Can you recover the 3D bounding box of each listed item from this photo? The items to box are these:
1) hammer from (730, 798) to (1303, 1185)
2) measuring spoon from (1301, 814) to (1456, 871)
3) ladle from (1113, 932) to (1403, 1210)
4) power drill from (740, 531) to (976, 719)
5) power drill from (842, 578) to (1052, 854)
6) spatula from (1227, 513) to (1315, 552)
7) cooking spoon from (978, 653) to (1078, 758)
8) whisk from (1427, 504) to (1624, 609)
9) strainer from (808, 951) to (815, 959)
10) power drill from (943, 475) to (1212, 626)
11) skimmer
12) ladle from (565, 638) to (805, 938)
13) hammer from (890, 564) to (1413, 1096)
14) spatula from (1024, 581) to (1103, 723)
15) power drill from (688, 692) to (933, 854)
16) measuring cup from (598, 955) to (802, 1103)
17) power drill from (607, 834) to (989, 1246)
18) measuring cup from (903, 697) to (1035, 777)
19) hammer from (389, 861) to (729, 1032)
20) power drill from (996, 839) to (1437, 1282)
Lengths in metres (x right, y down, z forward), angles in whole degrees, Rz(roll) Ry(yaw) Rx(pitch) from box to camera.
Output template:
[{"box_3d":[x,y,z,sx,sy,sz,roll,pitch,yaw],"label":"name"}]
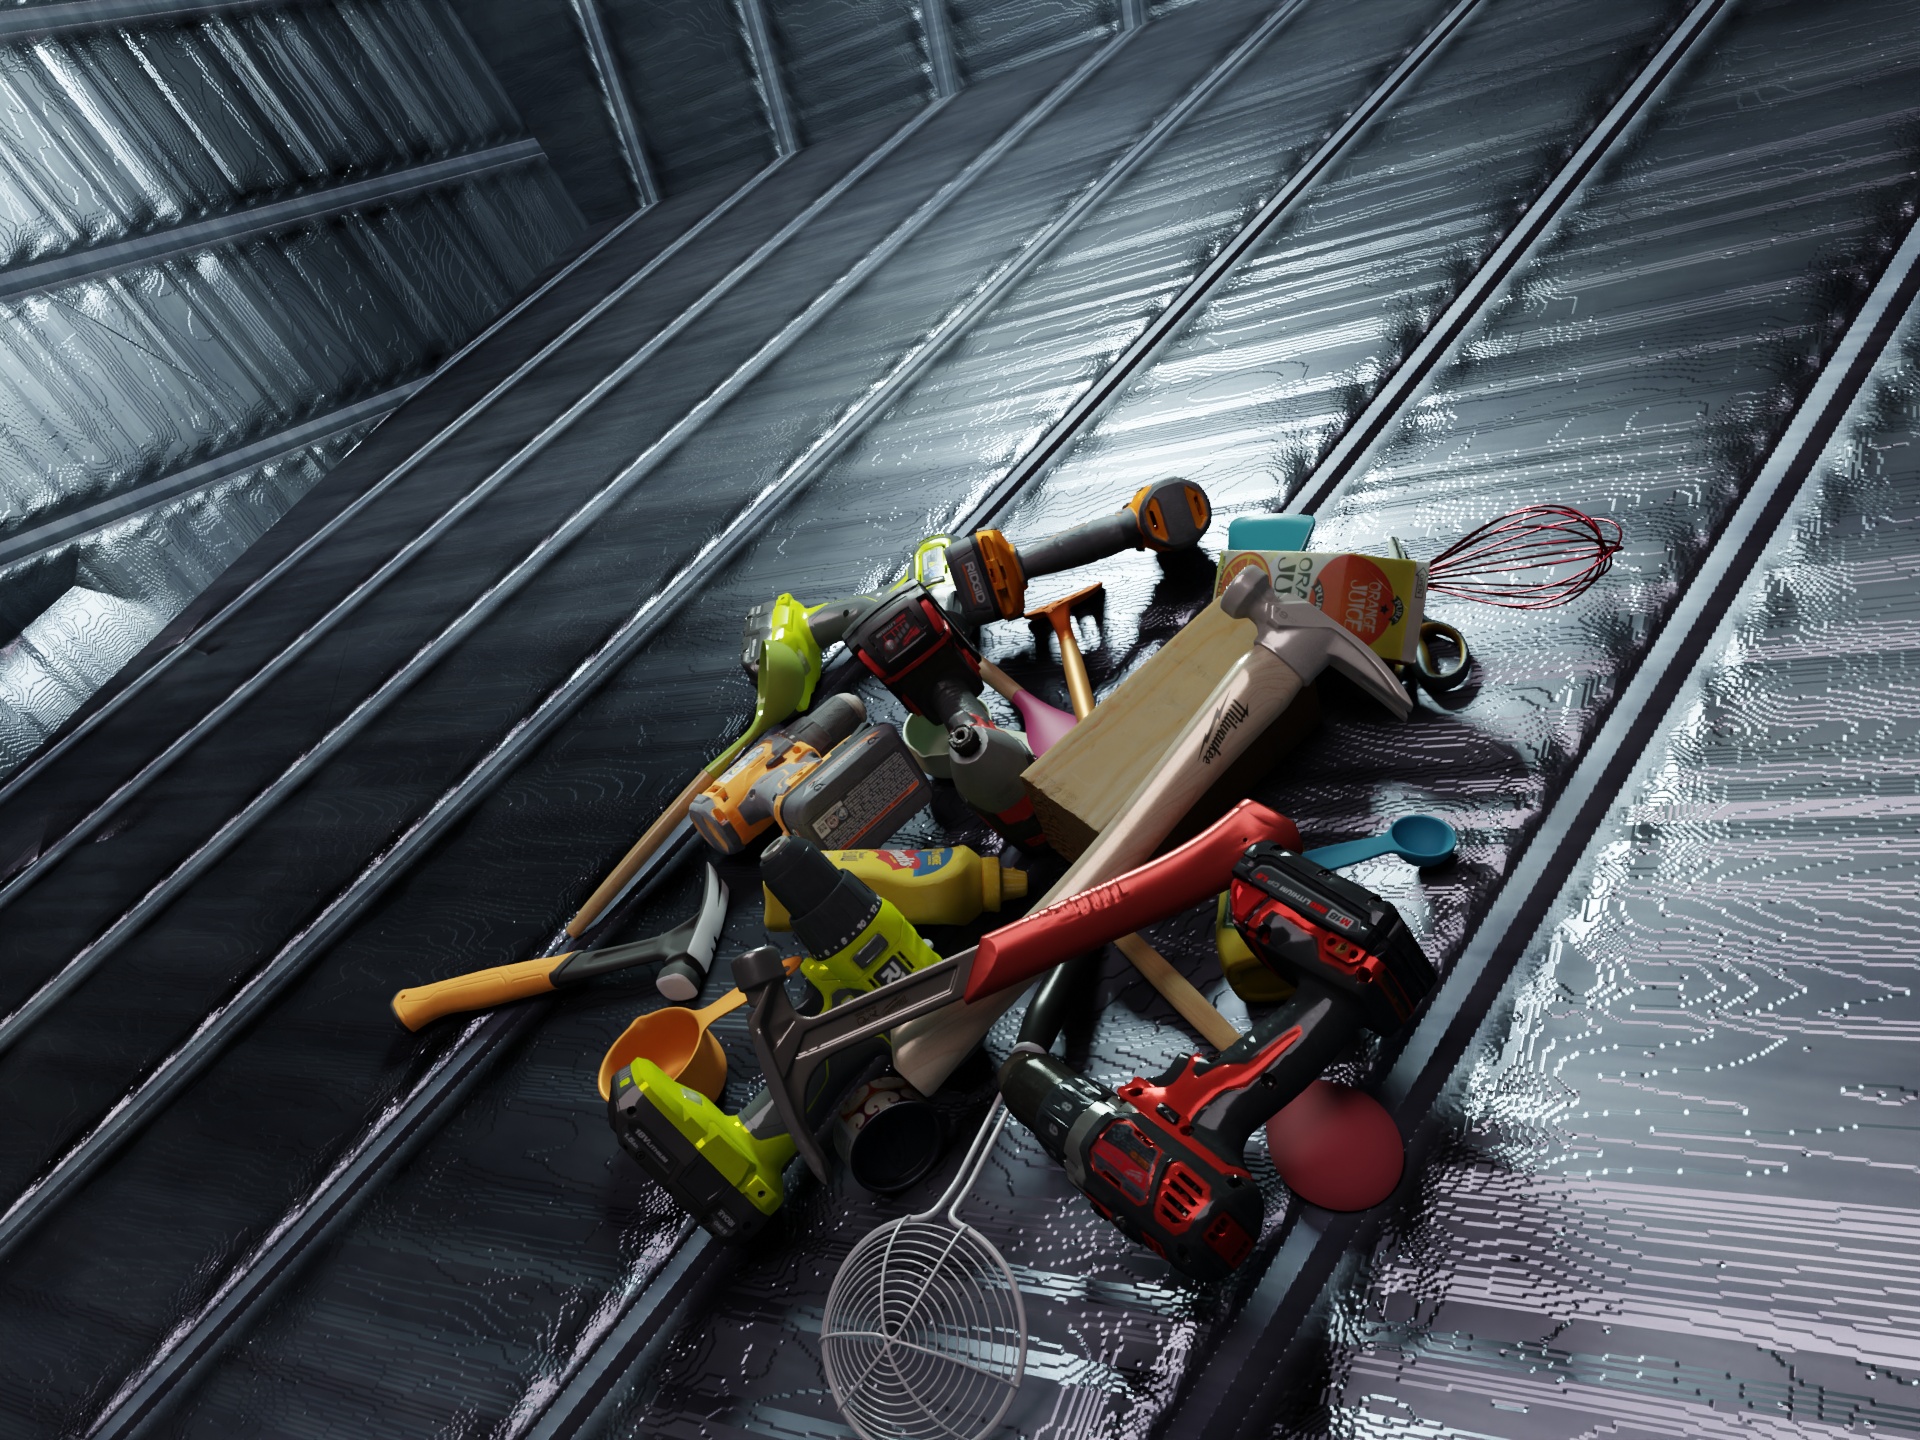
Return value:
[{"box_3d":[0.046,0.148,0.981,0.359,0.036,0.149,-23,76,-2],"label":"hammer"},{"box_3d":[0.254,0.090,1.014,0.128,0.021,0.042,-13,36,-9],"label":"measuring spoon"},{"box_3d":[0.160,0.191,0.983,0.069,0.031,0.316,-35,31,-8],"label":"ladle"},{"box_3d":[-0.092,-0.087,1.522,0.223,0.080,0.171,-20,34,12],"label":"power drill"},{"box_3d":[-0.002,-0.004,1.223,0.078,0.143,0.220,-38,48,4],"label":"power drill"},{"box_3d":[0.191,-0.046,1.262,0.082,0.044,0.318,5,48,41],"label":"spatula"},{"box_3d":[0.035,-0.031,1.338,0.068,0.017,0.319,-22,38,-25],"label":"cooking spoon"},{"box_3d":[0.347,-0.106,1.163,0.073,0.073,0.296,-50,23,-27],"label":"whisk"},{"box_3d":[-0.104,0.178,1.202,0.259,0.050,0.086,-95,25,-61],"label":"strainer"},{"box_3d":[0.104,-0.154,1.412,0.226,0.084,0.164,-19,5,3],"label":"power drill"},{"box_3d":[0.027,0.270,0.980,0.127,0.090,0.363,0,32,27],"label":"skimmer"},{"box_3d":[-0.251,0.061,1.424,0.320,0.062,0.078,-50,11,-6],"label":"ladle"},{"box_3d":[0.114,0.086,1.032,0.146,0.038,0.410,40,80,18],"label":"hammer"},{"box_3d":[0.097,-0.043,1.322,0.081,0.041,0.323,-22,31,9],"label":"spatula"},{"box_3d":[-0.113,0.045,1.341,0.185,0.084,0.226,-42,22,-24],"label":"power drill"},{"box_3d":[-0.180,0.238,1.174,0.173,0.052,0.095,-33,32,-6],"label":"measuring cup"},{"box_3d":[-0.119,0.206,1.043,0.228,0.190,0.080,-43,12,-9],"label":"power drill"},{"box_3d":[0.031,0.025,1.314,0.168,0.038,0.083,13,49,29],"label":"measuring cup"},{"box_3d":[-0.352,0.211,1.365,0.337,0.034,0.127,-16,36,23],"label":"hammer"},{"box_3d":[0.138,0.181,0.904,0.227,0.080,0.188,-49,40,-11],"label":"power drill"}]
